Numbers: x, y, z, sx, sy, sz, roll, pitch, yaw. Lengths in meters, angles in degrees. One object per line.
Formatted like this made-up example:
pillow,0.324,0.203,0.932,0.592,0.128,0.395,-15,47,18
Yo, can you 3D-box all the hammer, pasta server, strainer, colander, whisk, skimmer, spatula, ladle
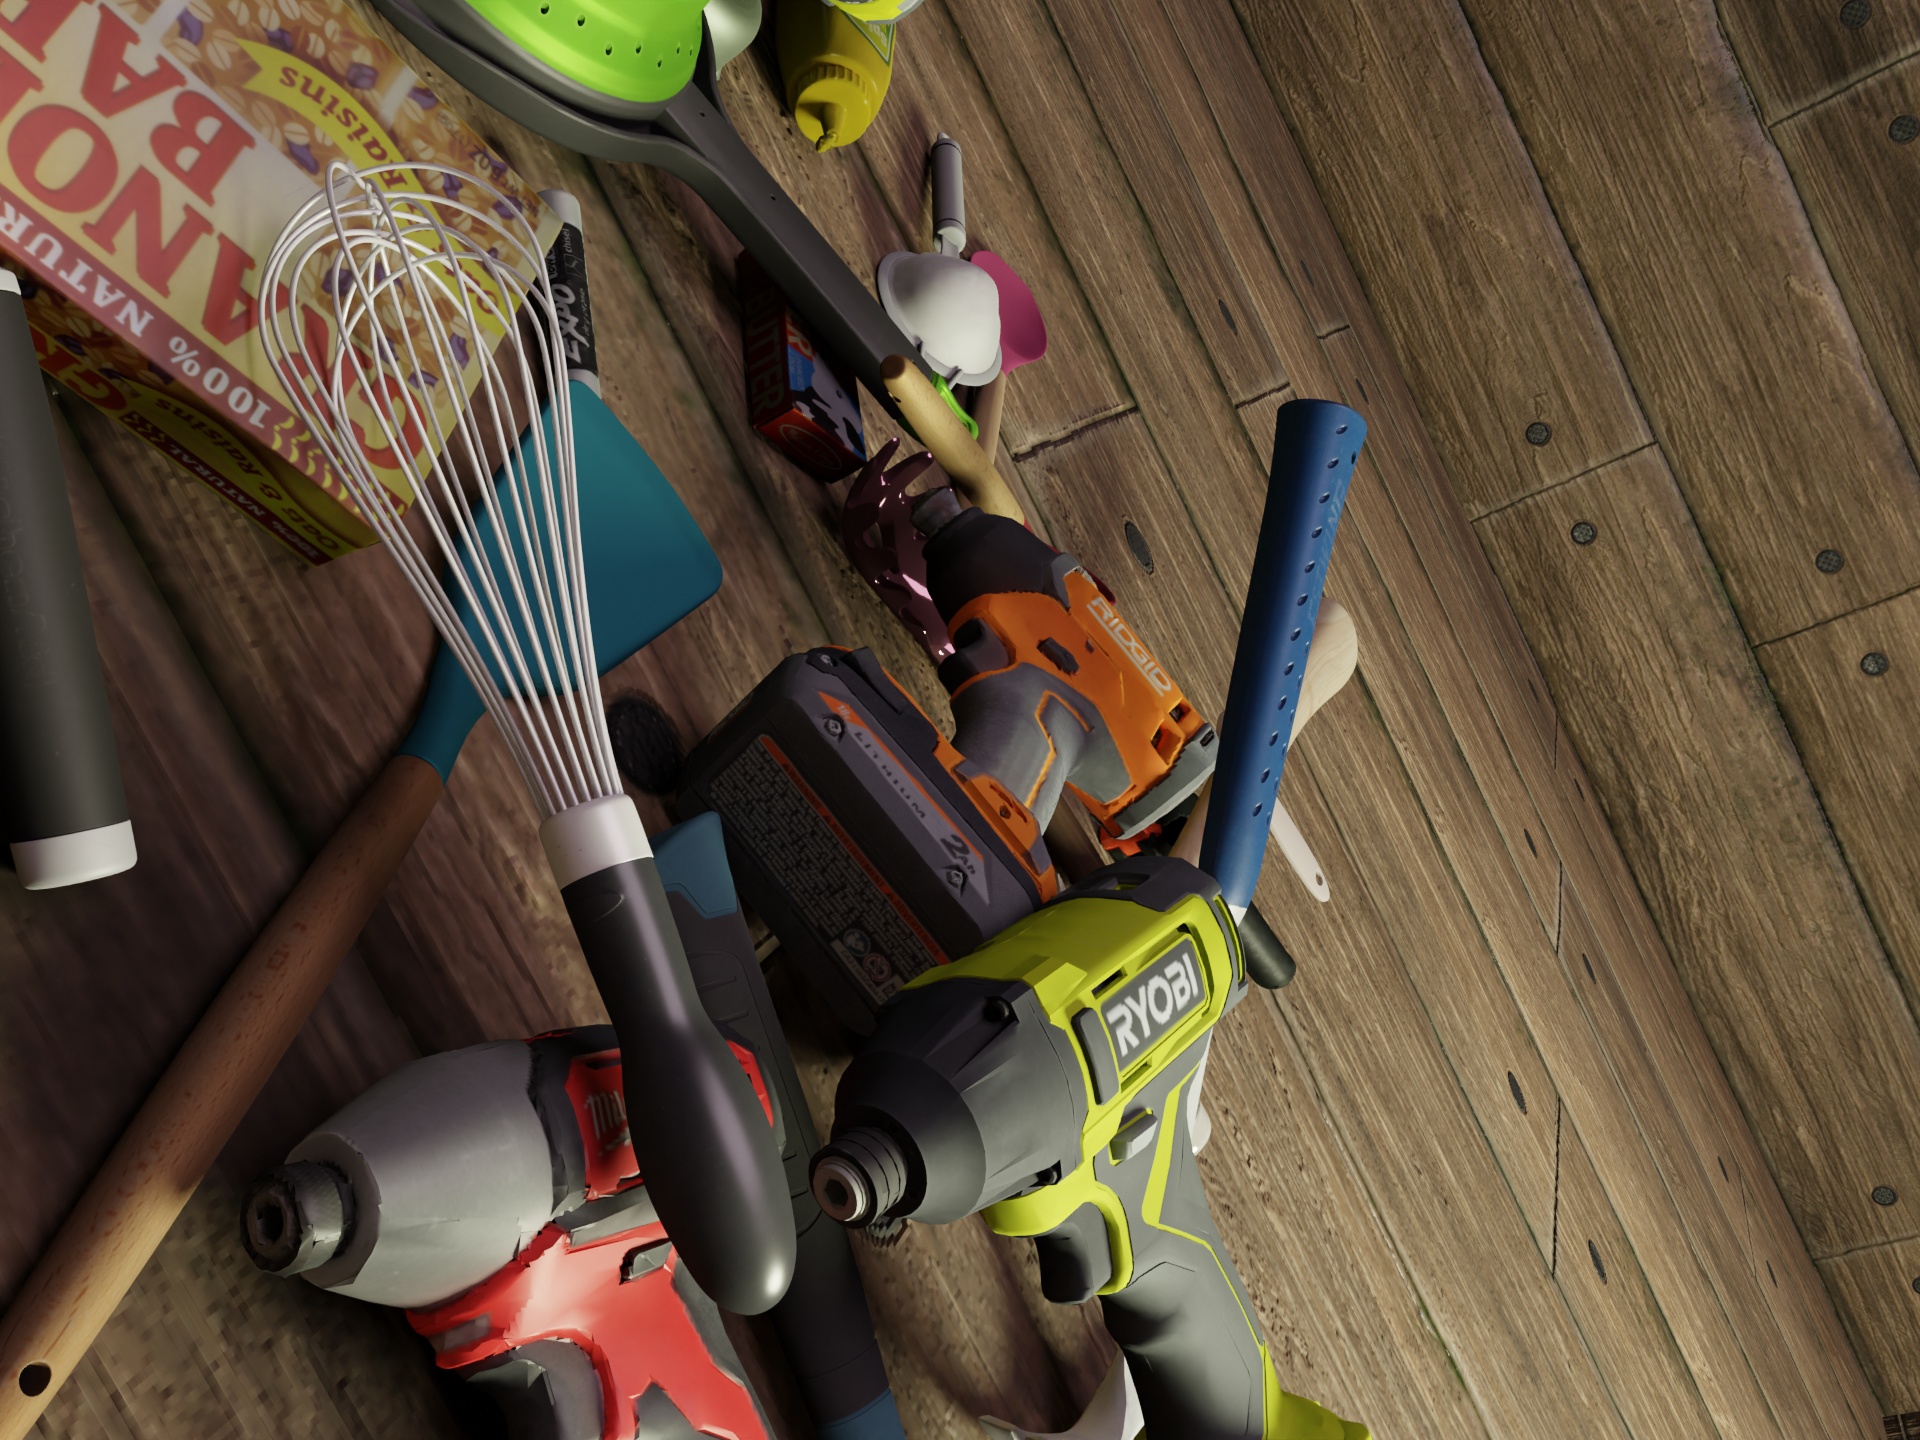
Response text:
hammer,0.137,0.032,0.819,0.146,0.038,0.411,61,37,-18
pasta server,0.033,0.017,0.728,0.316,0.040,0.060,58,39,-19
strainer,-0.006,-0.270,0.896,0.086,0.050,0.259,30,38,-29
hammer,0.093,0.078,0.586,0.144,0.035,0.405,22,78,-56
colander,-0.094,-0.267,0.619,0.396,0.094,0.205,46,34,-25
whisk,-0.096,-0.001,0.367,0.070,0.070,0.285,-6,73,-63
skimmer,-0.199,-0.144,0.282,0.127,0.090,0.363,-12,96,-23
hammer,-0.037,0.185,0.461,0.128,0.033,0.331,-3,71,-62
spatula,-0.138,0.026,0.391,0.082,0.044,0.318,55,29,-28
ladle,0.017,-0.096,0.706,0.069,0.031,0.315,38,1,18

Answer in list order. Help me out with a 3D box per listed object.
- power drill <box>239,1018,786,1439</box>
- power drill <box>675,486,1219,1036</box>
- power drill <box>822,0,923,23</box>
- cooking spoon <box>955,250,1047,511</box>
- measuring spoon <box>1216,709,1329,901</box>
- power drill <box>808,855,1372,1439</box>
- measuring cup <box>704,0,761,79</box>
power drill,-0.075,0.176,0.352,0.143,0.078,0.220,10,57,-61
power drill,-0.001,-0.002,0.587,0.164,0.084,0.226,51,34,2
power drill,-0.101,-0.408,0.700,0.228,0.080,0.191,45,17,-12
cooking spoon,0.015,-0.176,0.876,0.068,0.017,0.319,41,34,-25
measuring spoon,0.164,0.044,0.803,0.124,0.018,0.034,56,38,-23
power drill,0.042,0.168,0.442,0.171,0.080,0.223,-23,99,-52
measuring cup,-0.115,-0.368,0.767,0.083,0.038,0.168,53,31,-25
